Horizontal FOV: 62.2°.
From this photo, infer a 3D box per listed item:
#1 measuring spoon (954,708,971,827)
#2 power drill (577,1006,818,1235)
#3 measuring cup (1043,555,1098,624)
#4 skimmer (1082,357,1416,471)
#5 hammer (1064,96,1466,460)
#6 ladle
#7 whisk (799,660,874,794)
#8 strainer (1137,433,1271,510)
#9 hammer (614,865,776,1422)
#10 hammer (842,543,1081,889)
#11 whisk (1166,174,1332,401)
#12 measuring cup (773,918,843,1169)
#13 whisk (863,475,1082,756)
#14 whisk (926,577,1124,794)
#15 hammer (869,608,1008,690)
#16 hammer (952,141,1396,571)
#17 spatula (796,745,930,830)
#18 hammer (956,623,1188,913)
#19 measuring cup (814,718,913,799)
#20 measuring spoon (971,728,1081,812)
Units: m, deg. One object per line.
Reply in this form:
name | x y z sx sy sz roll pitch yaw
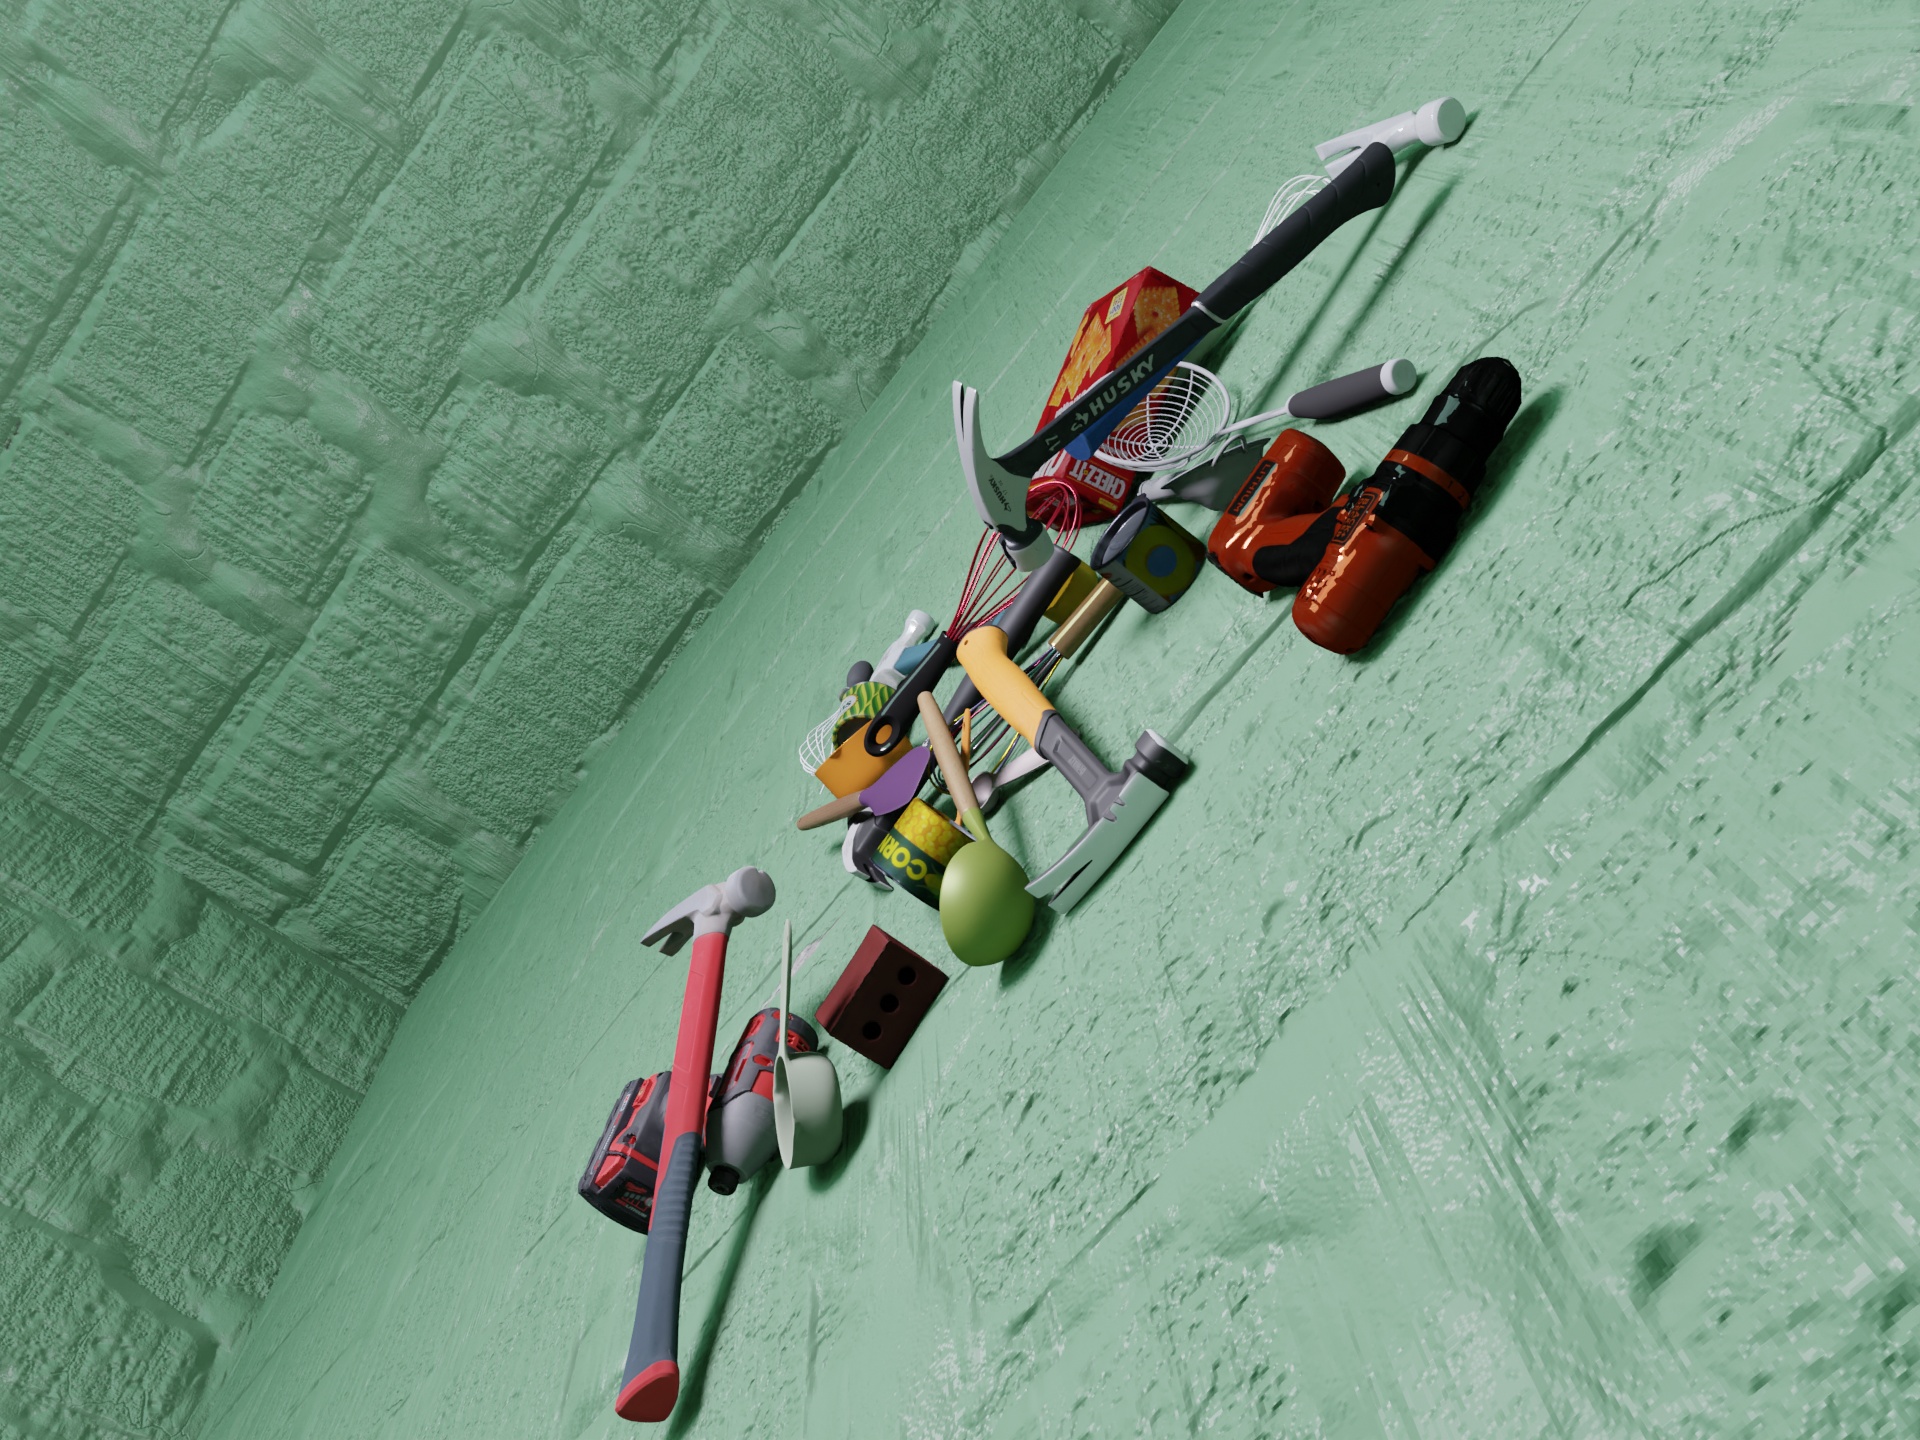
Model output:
measuring spoon | -0.002 0.044 1.207 0.021 0.011 0.116 -111 23 -61
power drill | -0.200 0.316 1.223 0.219 0.078 0.143 -35 25 42
measuring cup | 0.066 -0.077 1.356 0.156 0.029 0.062 -49 18 38
skimmer | 0.204 -0.249 1.184 0.127 0.090 0.363 -37 13 -16
hammer | 0.222 -0.348 1.252 0.405 0.035 0.144 -45 23 -13
ladle | -0.008 0.060 1.122 0.062 0.078 0.320 -28 29 3
whisk | -0.119 -0.004 1.682 0.070 0.070 0.285 -48 13 22
strainer | 0.178 -0.183 1.222 0.087 0.050 0.258 -23 7 -7
hammer | -0.206 0.294 1.132 0.143 0.038 0.387 -33 40 37
hammer | -0.002 -0.004 1.321 0.334 0.035 0.146 -56 15 17
whisk | 0.250 -0.385 1.429 0.246 0.058 0.059 -50 -18 24
measuring cup | -0.102 0.216 1.069 0.083 0.038 0.167 -172 82 -74
whisk | 0.006 -0.085 1.372 0.296 0.073 0.073 -53 16 13
whisk | 0.059 -0.040 1.248 0.245 0.051 0.047 -49 49 0
hammer | -0.011 -0.073 1.545 0.128 0.033 0.331 -59 17 -17
hammer | 0.162 -0.287 1.146 0.409 0.149 0.036 -41 39 -10
spatula | -0.088 0.068 1.368 0.316 0.018 0.060 -26 38 64
hammer | 0.051 0.008 1.116 0.127 0.034 0.337 -52 25 8
measuring cup | -0.054 0.013 1.446 0.173 0.052 0.095 -40 -2 17
measuring spoon | 0.049 0.038 1.191 0.124 0.018 0.034 -33 42 37
